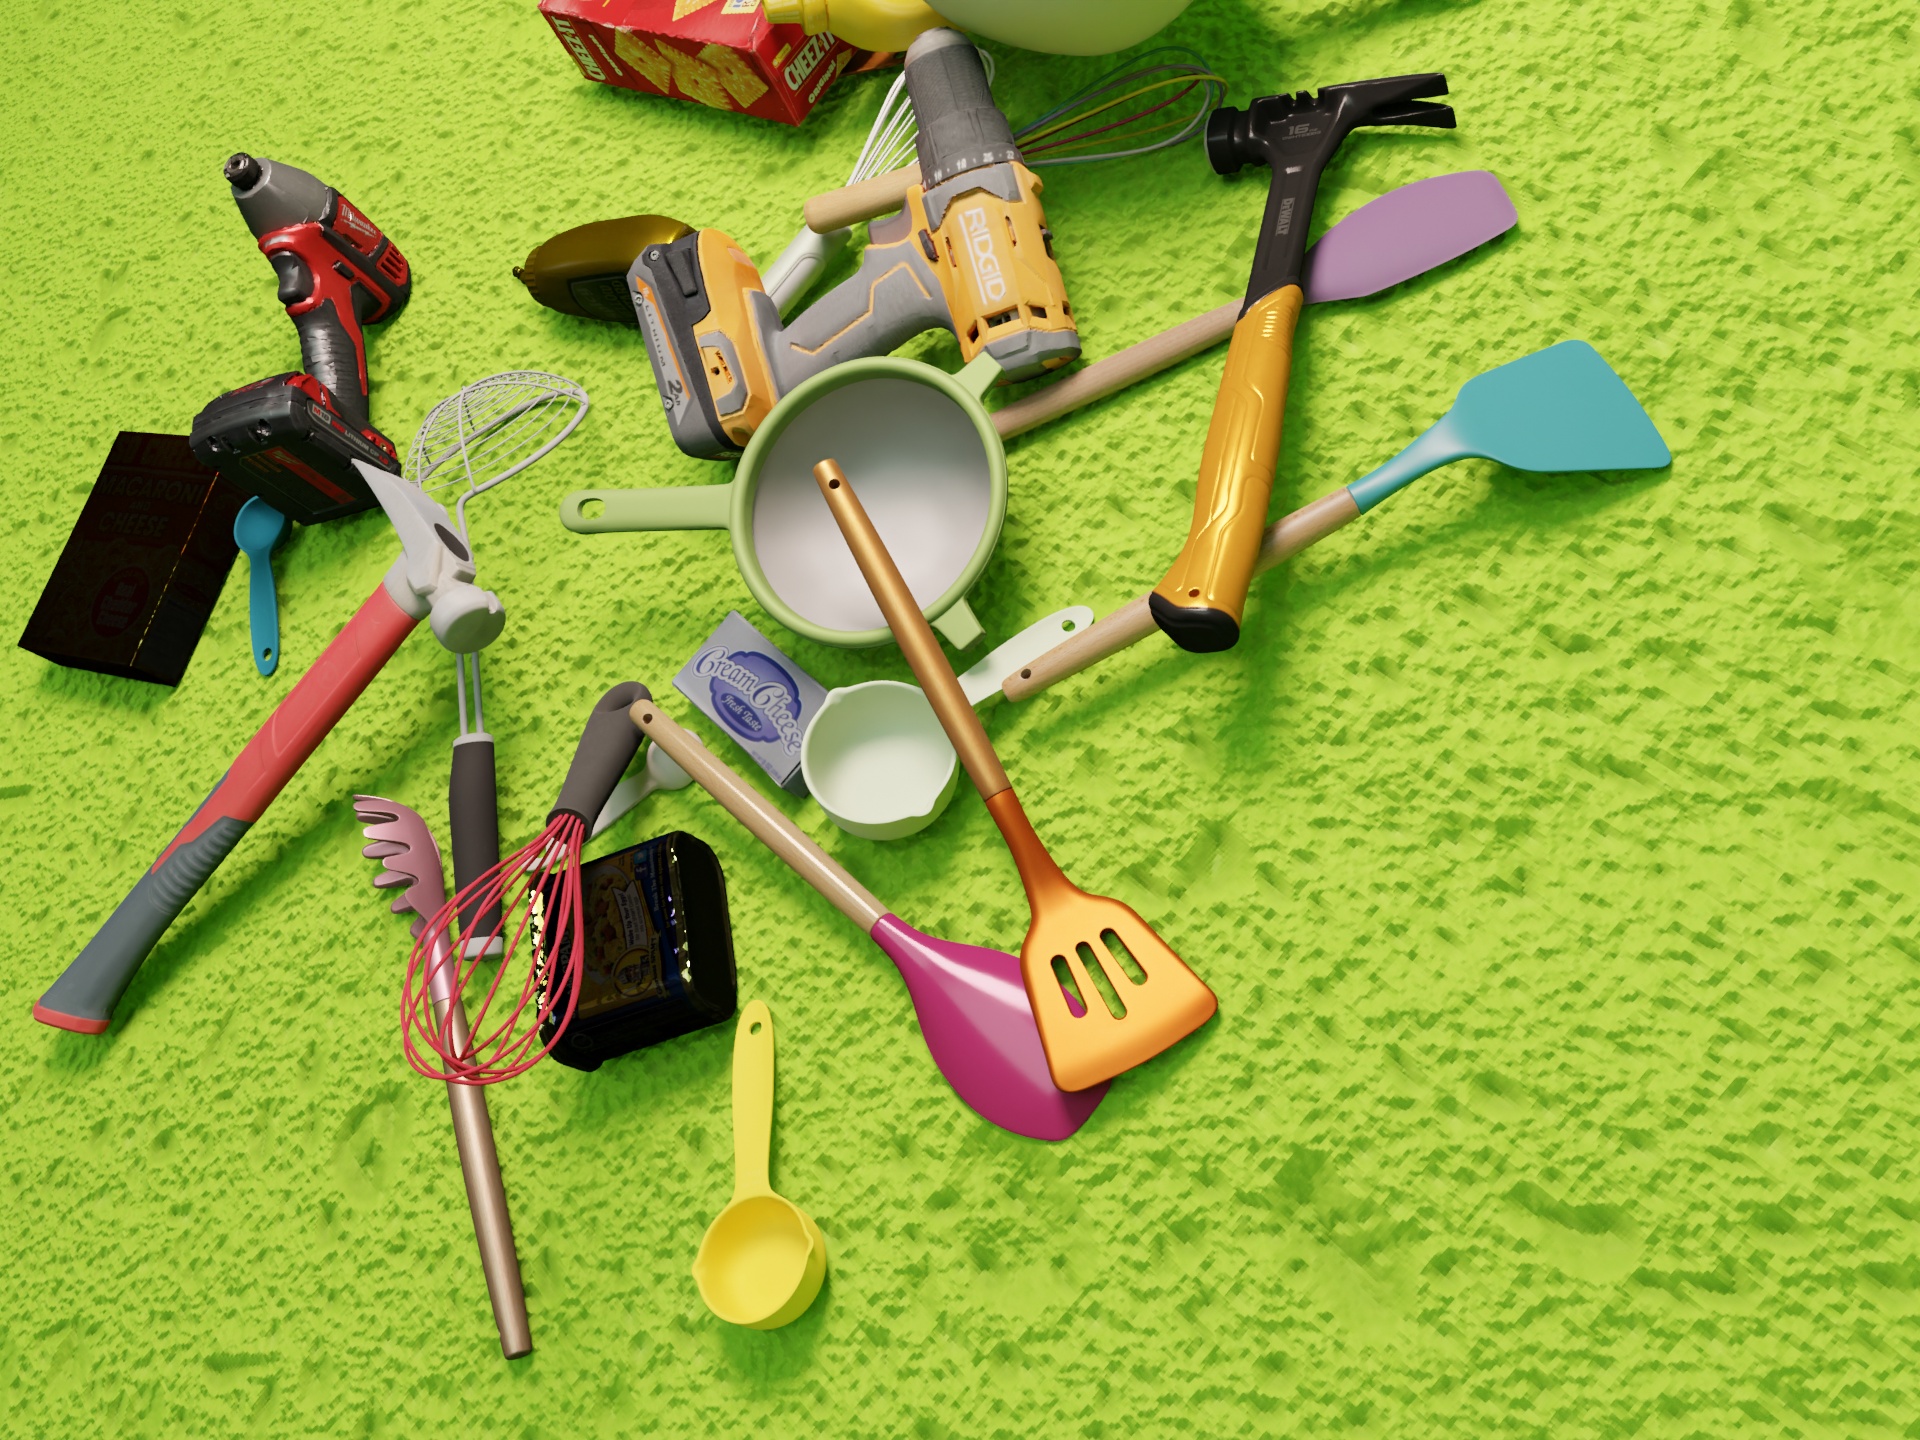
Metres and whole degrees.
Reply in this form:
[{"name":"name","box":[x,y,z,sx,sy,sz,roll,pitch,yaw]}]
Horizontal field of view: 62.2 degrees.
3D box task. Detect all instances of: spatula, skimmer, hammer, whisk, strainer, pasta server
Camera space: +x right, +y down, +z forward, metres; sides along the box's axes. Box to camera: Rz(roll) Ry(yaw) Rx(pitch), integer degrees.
[{"name":"spatula","box":[0.007,0.012,0.737,0.081,0.041,0.323,-28,78,-3]},{"name":"skimmer","box":[-0.265,-0.041,0.924,0.127,0.090,0.363,-15,73,23]},{"name":"spatula","box":[0.162,-0.083,0.741,0.317,0.044,0.082,-28,59,12]},{"name":"hammer","box":[-0.416,0.029,0.915,0.386,0.038,0.143,-47,62,12]},{"name":"whisk","box":[-0.194,0.062,0.762,0.073,0.073,0.296,-18,29,17]},{"name":"whisk","box":[-0.067,-0.300,0.938,0.246,0.057,0.059,-49,50,4]},{"name":"strainer","box":[0.104,-0.399,0.844,0.340,0.095,0.211,9,40,-7]},{"name":"pasta server","box":[-0.270,0.174,0.827,0.040,0.060,0.316,-11,60,-21]},{"name":"spatula","box":[0.127,-0.204,0.824,0.316,0.018,0.060,-24,56,12]},{"name":"whisk","box":[0.027,-0.317,0.881,0.245,0.051,0.047,-13,23,13]},{"name":"hammer","box":[0.152,-0.180,0.761,0.127,0.034,0.337,1,60,29]},{"name":"strainer","box":[-0.088,-0.106,0.841,0.256,0.069,0.151,1,81,21]}]

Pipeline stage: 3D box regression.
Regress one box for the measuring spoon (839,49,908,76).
[{"name":"measuring spoon","box":[-0.079,-0.414,1.016,0.117,0.011,0.021,-4,60,19]}]

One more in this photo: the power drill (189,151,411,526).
[{"name":"power drill","box":[-0.421,-0.250,1.021,0.078,0.143,0.220,-13,66,16]}]

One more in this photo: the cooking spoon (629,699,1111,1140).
[{"name":"cooking spoon","box":[-0.056,0.083,0.765,0.319,0.017,0.069,38,87,25]}]

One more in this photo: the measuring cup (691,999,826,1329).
[{"name":"measuring cup","box":[-0.091,0.206,0.745,0.062,0.029,0.157,-19,50,16]}]

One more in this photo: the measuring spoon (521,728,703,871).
[{"name":"measuring spoon","box":[-0.192,0.044,0.859,0.124,0.018,0.034,-35,59,8]}]

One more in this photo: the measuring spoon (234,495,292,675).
[{"name":"measuring spoon","box":[-0.450,-0.087,1.039,0.042,0.021,0.129,-16,71,17]}]

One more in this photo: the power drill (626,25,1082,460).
[{"name":"power drill","box":[-0.062,-0.251,0.860,0.226,0.084,0.185,-15,93,18]}]

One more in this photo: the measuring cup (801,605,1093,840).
[{"name":"measuring cup","box":[-0.001,-0.003,0.789,0.167,0.038,0.083,-34,65,-13]}]
